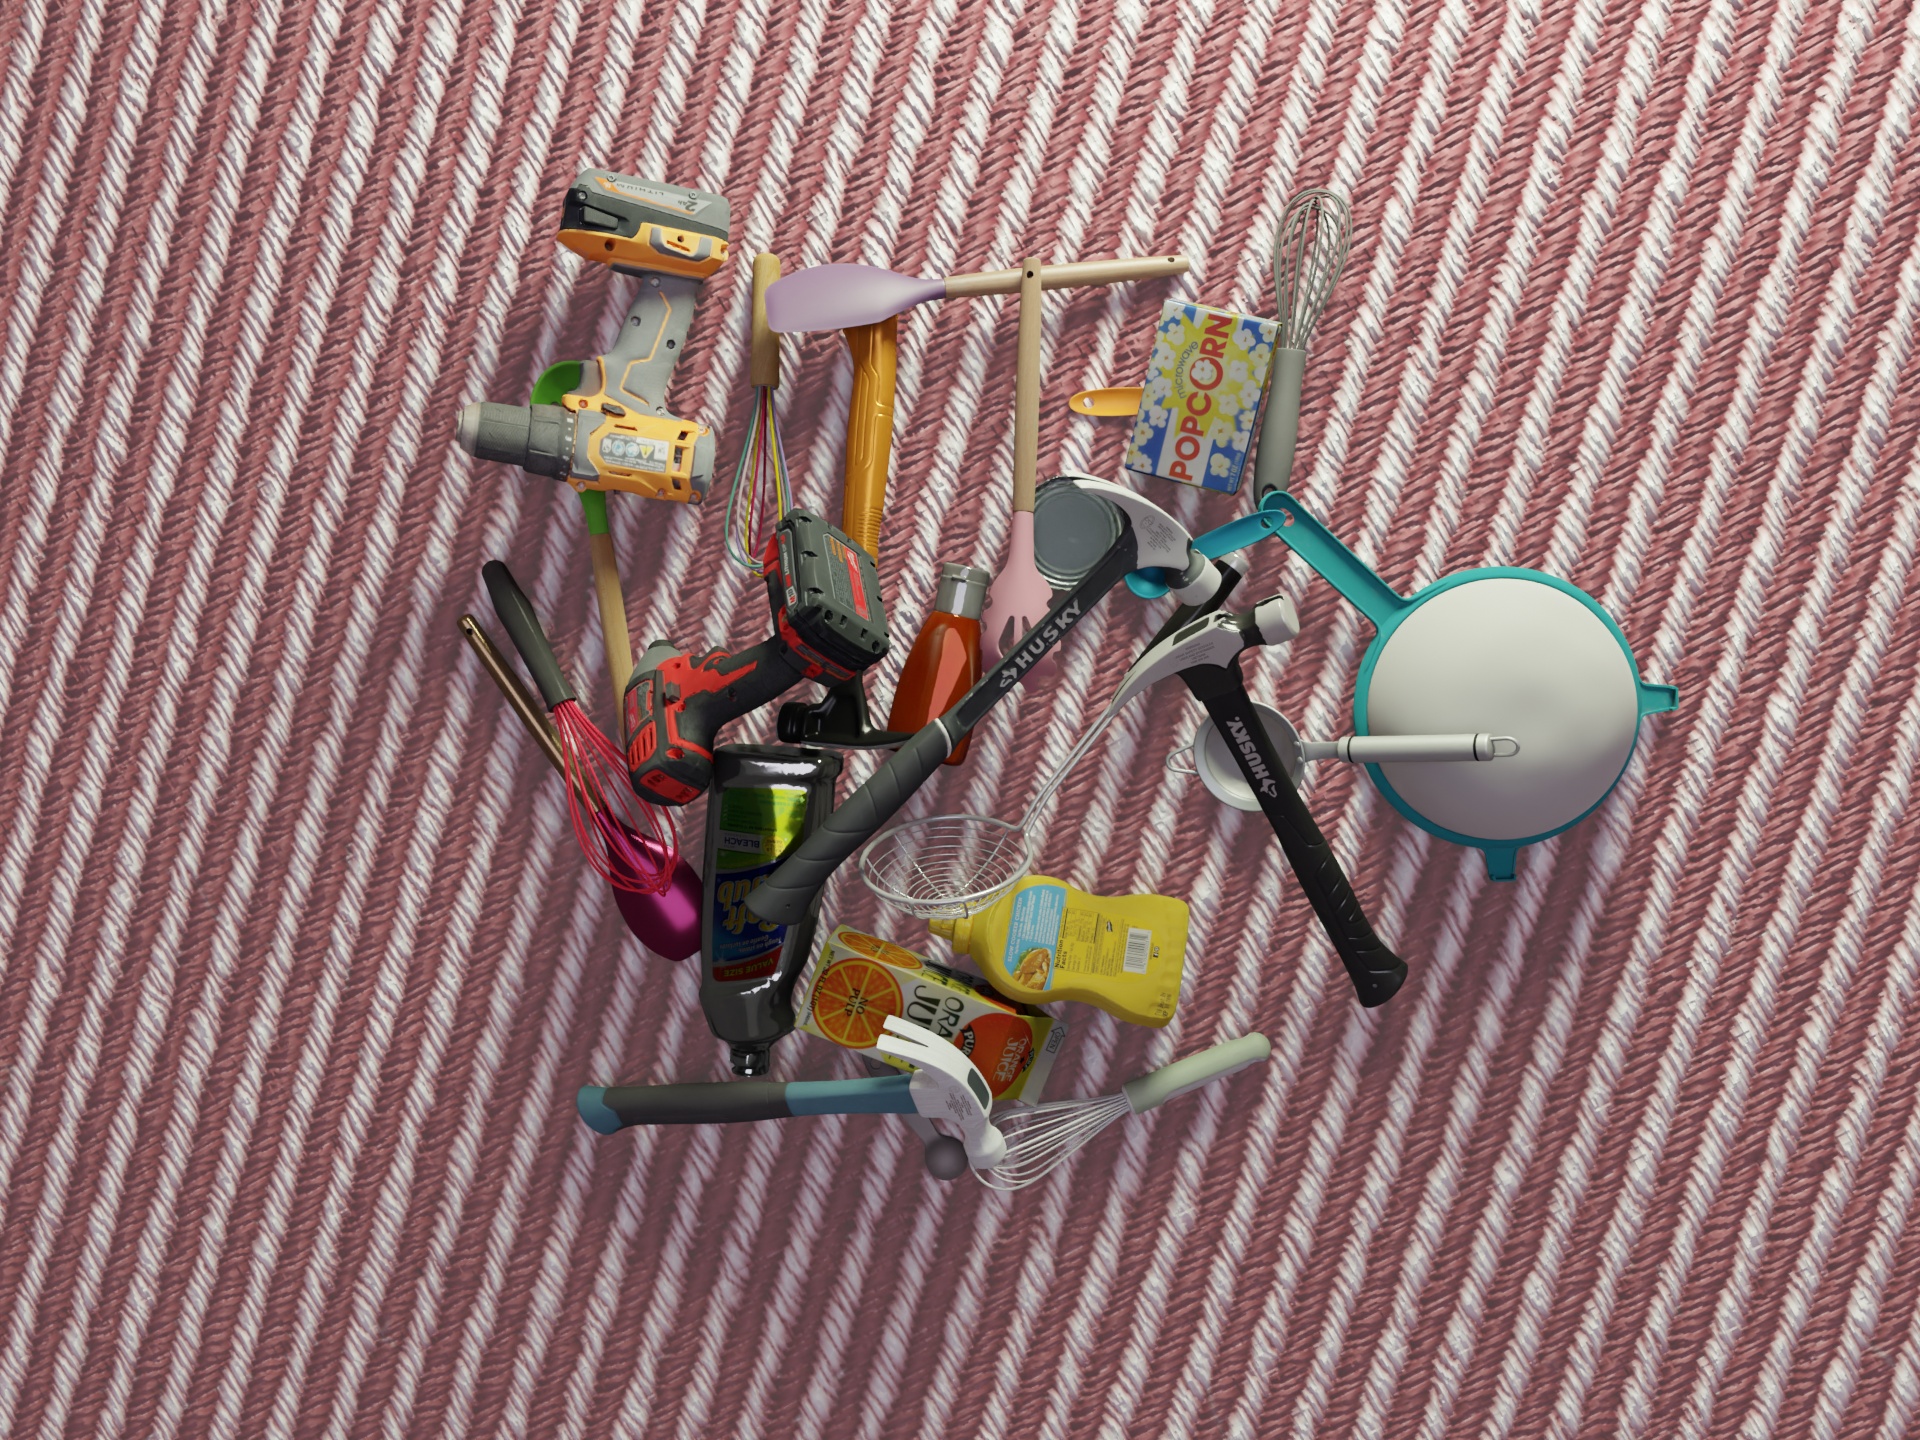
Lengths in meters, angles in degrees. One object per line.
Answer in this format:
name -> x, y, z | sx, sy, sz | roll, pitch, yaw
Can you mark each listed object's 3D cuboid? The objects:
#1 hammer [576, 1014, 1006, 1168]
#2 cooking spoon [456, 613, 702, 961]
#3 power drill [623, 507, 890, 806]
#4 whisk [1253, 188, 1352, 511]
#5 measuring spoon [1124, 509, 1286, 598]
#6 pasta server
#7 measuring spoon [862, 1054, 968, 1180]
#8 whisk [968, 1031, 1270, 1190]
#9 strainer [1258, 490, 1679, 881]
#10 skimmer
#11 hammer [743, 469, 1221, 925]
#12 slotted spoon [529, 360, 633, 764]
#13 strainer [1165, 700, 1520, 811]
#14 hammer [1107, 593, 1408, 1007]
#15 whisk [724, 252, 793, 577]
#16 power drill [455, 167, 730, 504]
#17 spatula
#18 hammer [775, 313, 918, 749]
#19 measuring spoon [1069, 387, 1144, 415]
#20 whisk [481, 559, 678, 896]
hammer -> -0.138, 0.286, 1.192 | 0.331, 0.033, 0.128 | -7, 120, 20
cooking spoon -> -0.297, 0.050, 1.240 | 0.069, 0.017, 0.319 | -35, 91, 4
power drill -> -0.160, -0.047, 1.154 | 0.219, 0.143, 0.078 | -36, 134, 24
whisk -> 0.247, -0.270, 1.172 | 0.055, 0.055, 0.239 | 9, 98, 4
measuring spoon -> 0.182, -0.127, 1.179 | 0.128, 0.021, 0.042 | -21, 88, 22
pasta server -> 0.047, -0.178, 1.165 | 0.060, 0.040, 0.316 | 2, 89, 5
measuring spoon -> -0.038, 0.306, 1.234 | 0.034, 0.018, 0.124 | -37, 89, 5
whisk -> 0.121, 0.292, 1.209 | 0.246, 0.057, 0.059 | -23, 66, 1
strainer -> 0.349, -0.047, 1.140 | 0.340, 0.095, 0.211 | 42, 96, -3
skimmer -> 0.074, 0.003, 1.173 | 0.090, 0.127, 0.363 | 40, 90, -33
hammer -> -0.002, -0.004, 1.123 | 0.409, 0.036, 0.149 | -45, 127, 6
slotted spoon -> -0.276, -0.117, 1.226 | 0.070, 0.031, 0.314 | -9, 95, -11
strainer -> 0.272, 0.022, 1.144 | 0.258, 0.050, 0.087 | -2, 105, 36
hammer -> 0.233, 0.074, 1.145 | 0.146, 0.035, 0.334 | -21, 111, 26
whisk -> -0.152, -0.230, 1.206 | 0.051, 0.047, 0.245 | 1, 89, -9
power drill -> -0.265, -0.280, 1.168 | 0.185, 0.084, 0.226 | 6, 96, -19
spatula -> 0.013, -0.324, 1.176 | 0.316, 0.018, 0.060 | -6, 66, -4
hammer -> -0.068, -0.146, 1.187 | 0.127, 0.034, 0.337 | 3, 89, 25
measuring spoon -> 0.140, -0.241, 1.198 | 0.117, 0.011, 0.021 | -1, 103, 8
whisk -> -0.294, 0.005, 1.211 | 0.073, 0.073, 0.296 | -30, 81, 5
